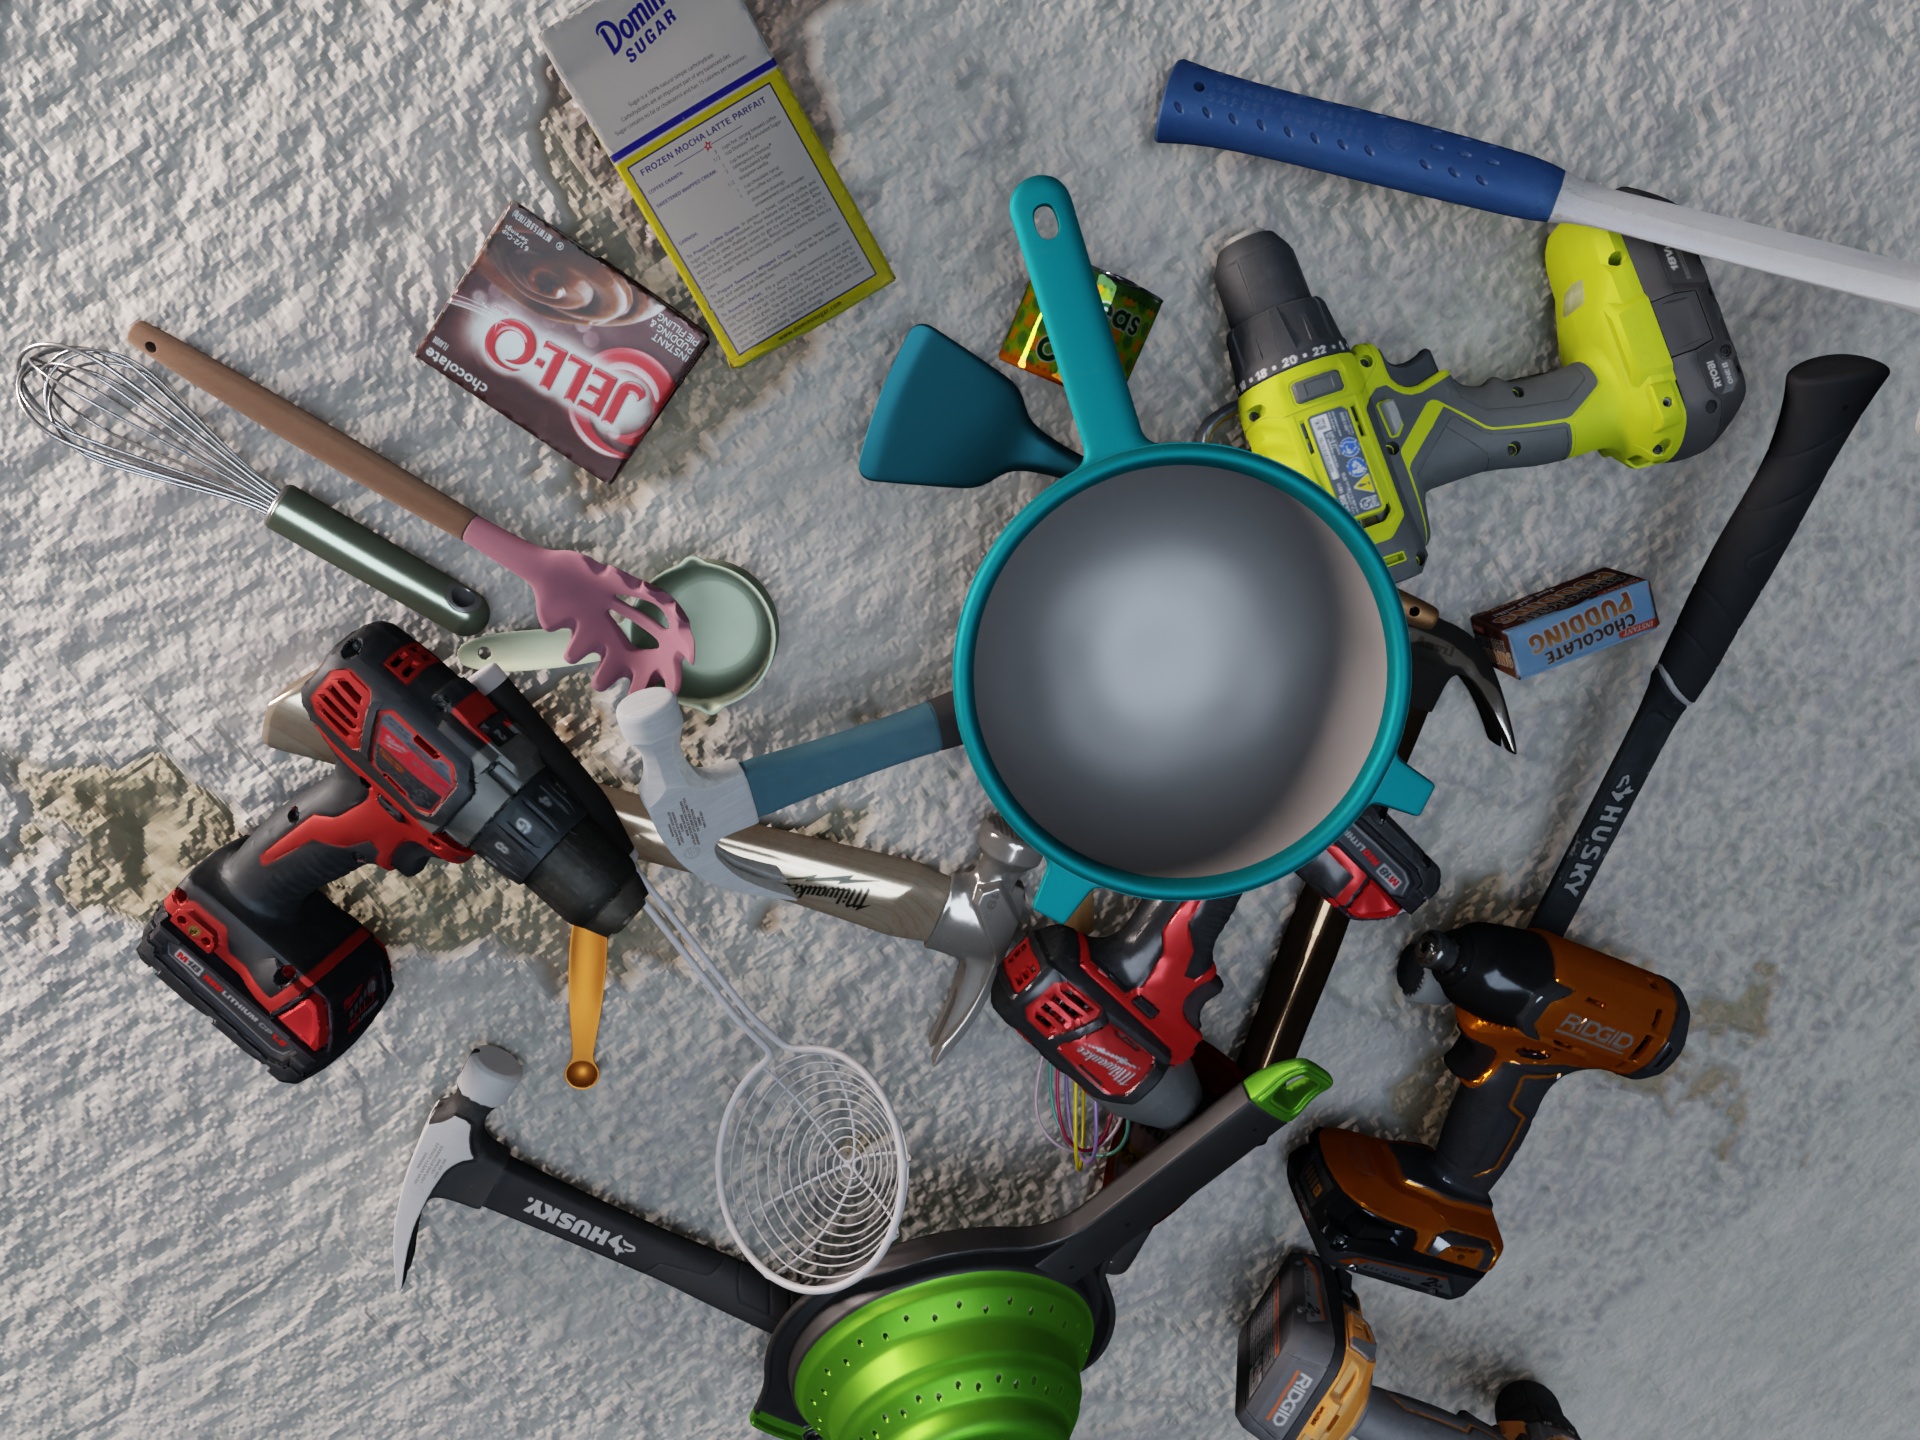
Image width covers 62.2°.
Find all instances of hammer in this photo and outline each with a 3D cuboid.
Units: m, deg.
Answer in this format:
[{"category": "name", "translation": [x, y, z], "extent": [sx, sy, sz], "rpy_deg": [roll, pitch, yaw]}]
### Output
[{"category": "hammer", "translation": [-0.169, 0.322, 0.935], "extent": [0.334, 0.035, 0.146], "rpy_deg": [29, 100, -13]}, {"category": "hammer", "translation": [-0.001, -0.003, 0.820], "extent": [0.331, 0.033, 0.128], "rpy_deg": [-19, 121, -15]}, {"category": "hammer", "translation": [-0.167, 0.068, 0.861], "extent": [0.410, 0.038, 0.146], "rpy_deg": [18, 105, -10]}, {"category": "hammer", "translation": [0.294, -0.250, 0.752], "extent": [0.405, 0.035, 0.144], "rpy_deg": [18, 80, 9]}, {"category": "hammer", "translation": [0.216, 0.097, 0.912], "extent": [0.130, 0.031, 0.331], "rpy_deg": [15, 104, -9]}, {"category": "hammer", "translation": [0.380, 0.000, 0.857], "extent": [0.149, 0.036, 0.408], "rpy_deg": [11, 118, -12]}]

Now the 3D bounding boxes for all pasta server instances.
[{"category": "pasta server", "translation": [-0.267, -0.107, 0.778], "extent": [0.316, 0.040, 0.060], "rpy_deg": [31, 110, -4]}]

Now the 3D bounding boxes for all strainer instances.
[{"category": "strainer", "translation": [0.083, -0.085, 0.765], "extent": [0.211, 0.095, 0.340], "rpy_deg": [-17, 93, 1]}]

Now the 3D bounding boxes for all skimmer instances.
[{"category": "skimmer", "translation": [-0.150, 0.135, 0.817], "extent": [0.127, 0.090, 0.363], "rpy_deg": [-26, 108, 27]}]

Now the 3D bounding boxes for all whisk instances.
[{"category": "whisk", "translation": [0.067, 0.141, 0.899], "extent": [0.051, 0.047, 0.245], "rpy_deg": [6, 104, 38]}, {"category": "whisk", "translation": [-0.346, -0.110, 0.789], "extent": [0.246, 0.058, 0.059], "rpy_deg": [32, 135, -17]}]

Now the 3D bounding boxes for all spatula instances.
[{"category": "spatula", "translation": [0.107, -0.109, 0.825], "extent": [0.317, 0.044, 0.082], "rpy_deg": [21, 103, -5]}]

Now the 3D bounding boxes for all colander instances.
[{"category": "colander", "translation": [0.055, 0.329, 0.861], "extent": [0.397, 0.095, 0.204], "rpy_deg": [-43, 126, 18]}]

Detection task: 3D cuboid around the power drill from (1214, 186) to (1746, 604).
[{"category": "power drill", "translation": [0.250, -0.180, 0.800], "extent": [0.228, 0.080, 0.190], "rpy_deg": [-19, 87, -2]}]

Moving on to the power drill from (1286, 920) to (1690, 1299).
[{"category": "power drill", "translation": [0.282, 0.213, 0.904], "extent": [0.164, 0.084, 0.226], "rpy_deg": [22, 113, -18]}]

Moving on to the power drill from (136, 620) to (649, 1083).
[{"category": "power drill", "translation": [-0.279, 0.083, 0.791], "extent": [0.188, 0.080, 0.226], "rpy_deg": [43, 114, -6]}]

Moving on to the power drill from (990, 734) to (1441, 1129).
[{"category": "power drill", "translation": [0.137, 0.118, 0.848], "extent": [0.219, 0.079, 0.143], "rpy_deg": [-45, 105, 6]}]

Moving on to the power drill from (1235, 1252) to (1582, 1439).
[{"category": "power drill", "translation": [0.283, 0.416, 0.959], "extent": [0.226, 0.185, 0.084], "rpy_deg": [29, 102, 6]}]

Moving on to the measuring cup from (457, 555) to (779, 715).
[{"category": "measuring cup", "translation": [-0.176, -0.043, 0.830], "extent": [0.167, 0.038, 0.083], "rpy_deg": [-4, 103, 5]}]

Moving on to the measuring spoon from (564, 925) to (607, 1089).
[{"category": "measuring spoon", "translation": [-0.210, 0.152, 0.896], "extent": [0.021, 0.011, 0.117], "rpy_deg": [4, 102, -7]}]
